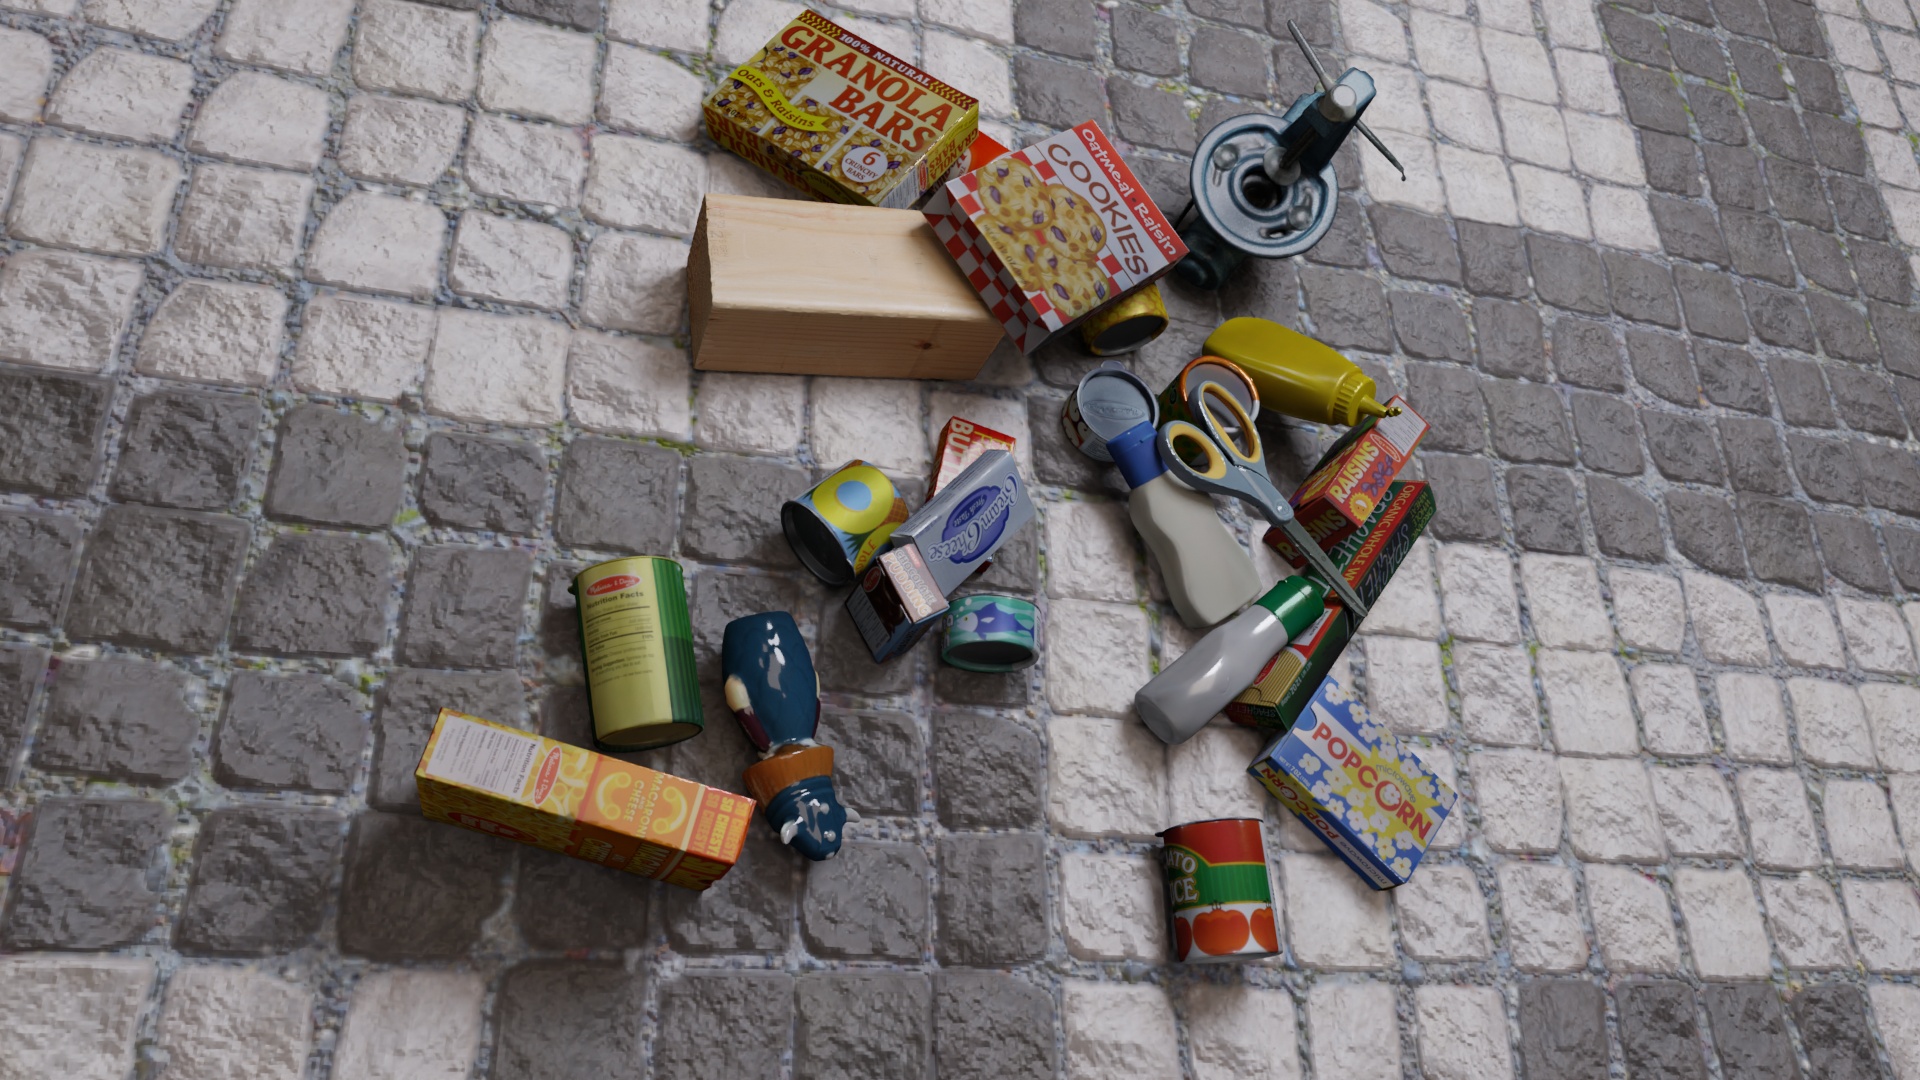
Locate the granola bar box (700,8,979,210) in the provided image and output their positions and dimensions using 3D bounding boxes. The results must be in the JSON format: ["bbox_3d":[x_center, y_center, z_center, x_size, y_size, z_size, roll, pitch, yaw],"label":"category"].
[{"bbox_3d":[-0.088,-0.311,1.023,0.166,0.039,0.125,33,67,16],"label":"granola bar box"}]

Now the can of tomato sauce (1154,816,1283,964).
[{"bbox_3d":[0.165,0.225,0.890,0.071,0.071,0.083,3,67,-19],"label":"can of tomato sauce"}]

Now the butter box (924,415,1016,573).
[{"bbox_3d":[0.004,-0.033,0.973,0.053,0.024,0.104,18,62,-12],"label":"butter box"}]

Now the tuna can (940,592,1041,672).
[{"bbox_3d":[0.017,0.061,0.911,0.071,0.070,0.033,10,65,-16],"label":"tuna can"}]

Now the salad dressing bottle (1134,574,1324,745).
[{"bbox_3d":[0.187,0.080,0.955,0.148,0.064,0.044,-36,96,-18],"label":"salad dressing bottle"}]

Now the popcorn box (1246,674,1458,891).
[{"bbox_3d":[0.275,0.169,0.970,0.127,0.038,0.085,43,61,2],"label":"popcorn box"}]

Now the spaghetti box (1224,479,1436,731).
[{"bbox_3d":[0.274,0.041,1.019,0.251,0.050,0.028,-47,122,-30],"label":"spaghetti box"}]

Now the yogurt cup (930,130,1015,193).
[{"bbox_3d":[0.005,-0.284,1.066,0.054,0.072,0.073,43,60,12],"label":"yogurt cup"}]

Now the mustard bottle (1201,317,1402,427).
[{"bbox_3d":[0.260,-0.120,1.049,0.065,0.048,0.160,-37,49,-28],"label":"mustard bottle"}]

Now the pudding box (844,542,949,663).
[{"bbox_3d":[-0.042,0.041,0.888,0.030,0.083,0.050,-23,76,-27],"label":"pudding box"}]

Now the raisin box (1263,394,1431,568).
[{"bbox_3d":[0.290,-0.044,1.046,0.040,0.085,0.124,42,60,0],"label":"raisin box"}]

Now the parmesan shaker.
[{"bbox_3d":[-0.195,0.070,0.832,0.071,0.071,0.103,-4,69,-22],"label":"parmesan shaker"}]

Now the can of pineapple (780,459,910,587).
[{"bbox_3d":[-0.074,-0.011,0.910,0.058,0.070,0.071,-37,83,-29],"label":"can of pineapple"}]

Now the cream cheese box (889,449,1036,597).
[{"bbox_3d":[0.003,-0.012,0.919,0.104,0.024,0.053,-42,123,-31],"label":"cream cheese box"}]

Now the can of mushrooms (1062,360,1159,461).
[{"bbox_3d":[0.112,-0.096,1.035,0.071,0.033,0.071,7,65,-16],"label":"can of mushrooms"}]

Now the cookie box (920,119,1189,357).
[{"bbox_3d":[0.070,-0.216,0.976,0.168,0.040,0.123,-34,88,-38],"label":"cookie box"}]

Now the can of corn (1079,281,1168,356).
[{"bbox_3d":[0.119,-0.182,1.055,0.071,0.071,0.058,-9,71,-23],"label":"can of corn"}]

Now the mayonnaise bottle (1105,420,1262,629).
[{"bbox_3d":[0.155,-0.014,0.991,0.065,0.041,0.148,-31,93,-25],"label":"mayonnaise bottle"}]

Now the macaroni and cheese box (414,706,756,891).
[{"bbox_3d":[-0.206,0.147,0.758,0.166,0.123,0.040,19,65,-11],"label":"macaroni and cheese box"}]

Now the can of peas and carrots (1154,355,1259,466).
[{"bbox_3d":[0.181,-0.099,1.047,0.071,0.058,0.071,8,64,-17],"label":"can of peas and carrots"}]
